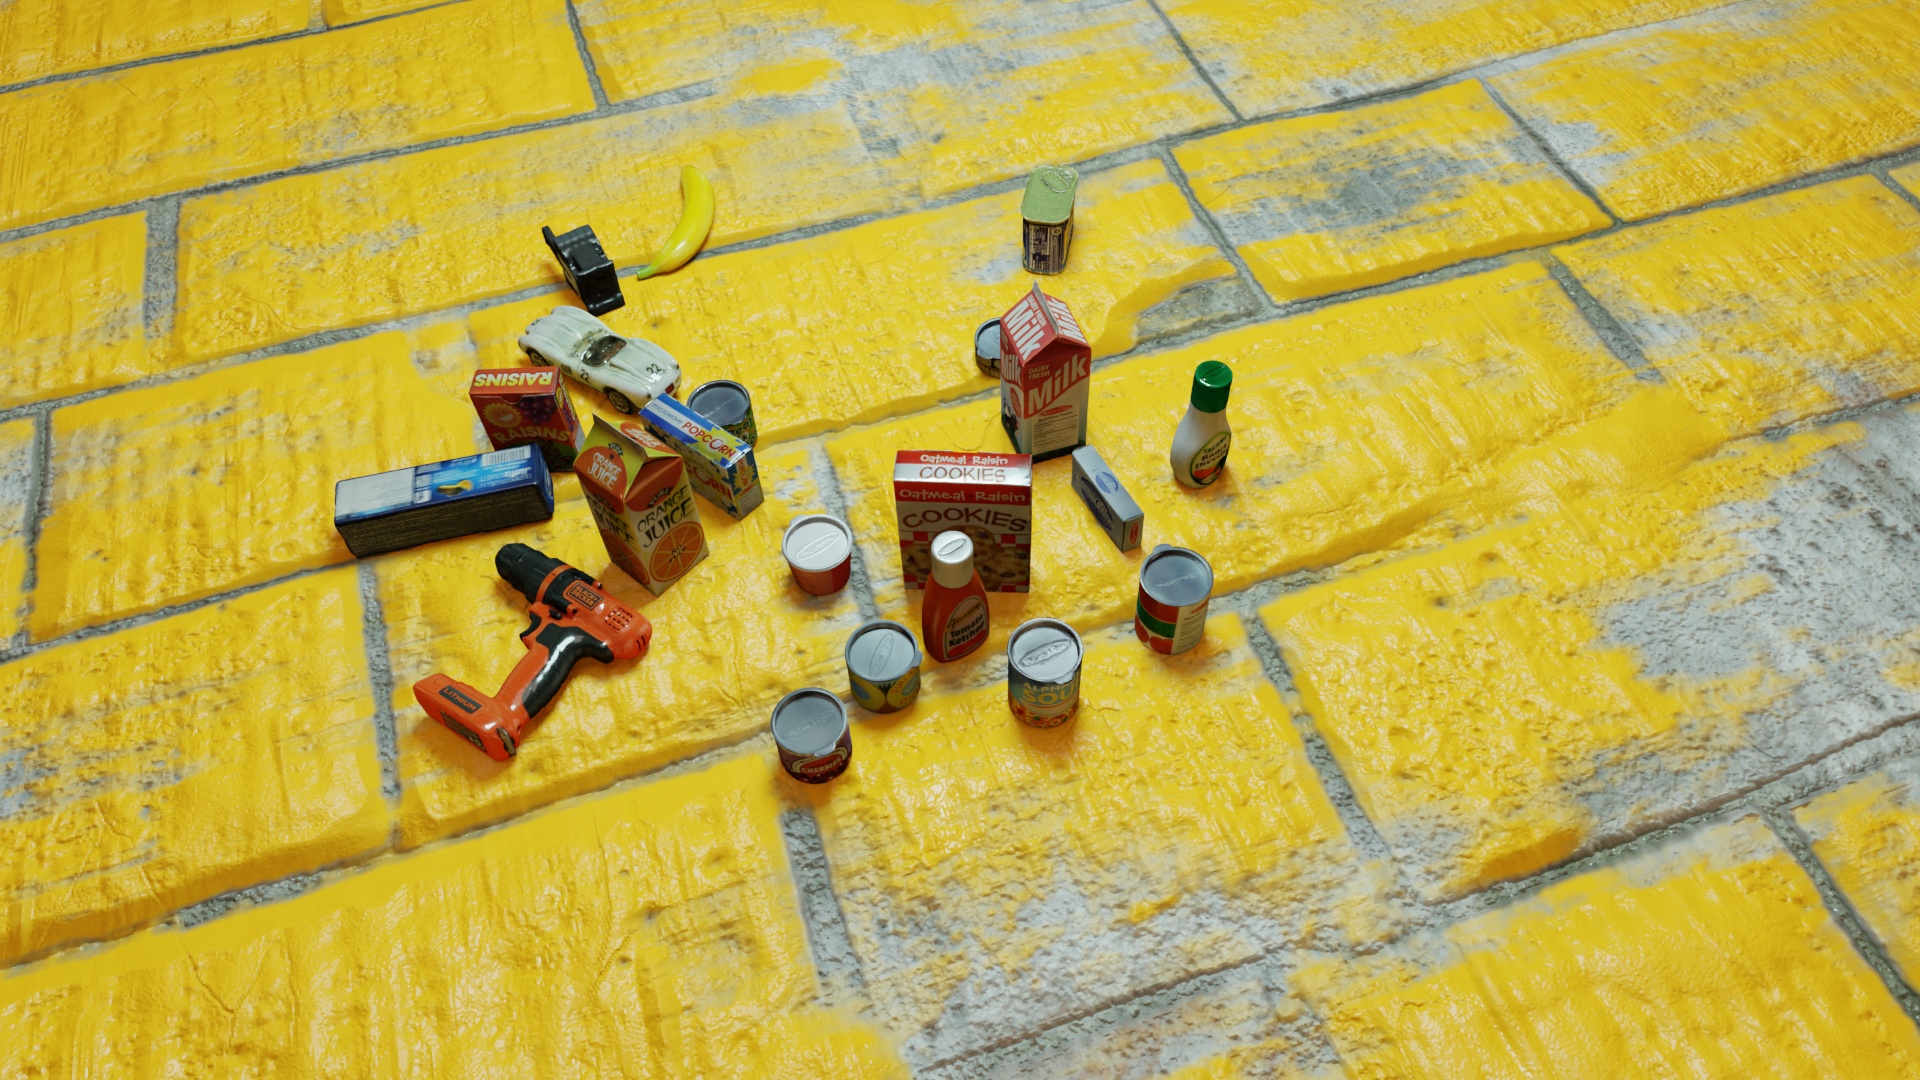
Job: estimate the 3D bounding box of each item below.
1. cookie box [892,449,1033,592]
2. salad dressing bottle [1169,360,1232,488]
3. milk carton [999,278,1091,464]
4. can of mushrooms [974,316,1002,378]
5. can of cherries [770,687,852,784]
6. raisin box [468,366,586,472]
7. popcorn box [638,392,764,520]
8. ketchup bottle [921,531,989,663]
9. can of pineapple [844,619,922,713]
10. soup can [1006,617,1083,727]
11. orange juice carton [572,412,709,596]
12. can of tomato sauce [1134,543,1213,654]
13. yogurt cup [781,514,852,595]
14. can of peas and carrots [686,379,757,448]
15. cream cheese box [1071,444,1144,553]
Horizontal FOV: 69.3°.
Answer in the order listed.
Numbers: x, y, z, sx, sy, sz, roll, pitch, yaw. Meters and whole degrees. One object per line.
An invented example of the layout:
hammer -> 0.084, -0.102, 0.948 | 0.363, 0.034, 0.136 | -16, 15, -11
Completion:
cookie box -> 0.005, -0.016, 1.289 | 0.123, 0.166, 0.040 | 2, 53, 4
salad dressing bottle -> 0.241, -0.114, 1.369 | 0.064, 0.146, 0.044 | -28, 57, -18
milk carton -> 0.084, -0.168, 1.389 | 0.073, 0.189, 0.072 | -15, 54, -9
can of mushrooms -> 0.047, -0.210, 1.521 | 0.071, 0.033, 0.071 | -1, 52, 1
can of cherries -> -0.129, 0.173, 1.216 | 0.071, 0.058, 0.072 | -1, 52, 1
raisin box -> -0.437, -0.121, 1.412 | 0.086, 0.122, 0.040 | -1, 53, 1
popcorn box -> -0.261, -0.085, 1.403 | 0.127, 0.084, 0.038 | 31, 60, 23
ketchup bottle -> -0.006, 0.049, 1.250 | 0.065, 0.148, 0.043 | -30, 57, -19
can of pineapple -> -0.068, 0.116, 1.259 | 0.071, 0.057, 0.071 | -1, 52, 1
soup can -> 0.076, 0.121, 1.234 | 0.071, 0.083, 0.072 | -1, 53, 1
orange juice carton -> -0.300, -0.041, 1.302 | 0.072, 0.191, 0.073 | 34, 61, 24
can of tomato sauce -> 0.194, 0.055, 1.280 | 0.071, 0.082, 0.071 | -1, 53, 1
yogurt cup -> -0.136, 0.017, 1.340 | 0.072, 0.053, 0.073 | -1, 52, 1
can of peas and carrots -> -0.246, -0.123, 1.448 | 0.071, 0.058, 0.071 | -1, 52, 1
cream cheese box -> 0.144, -0.042, 1.375 | 0.024, 0.053, 0.104 | -23, 55, -15
